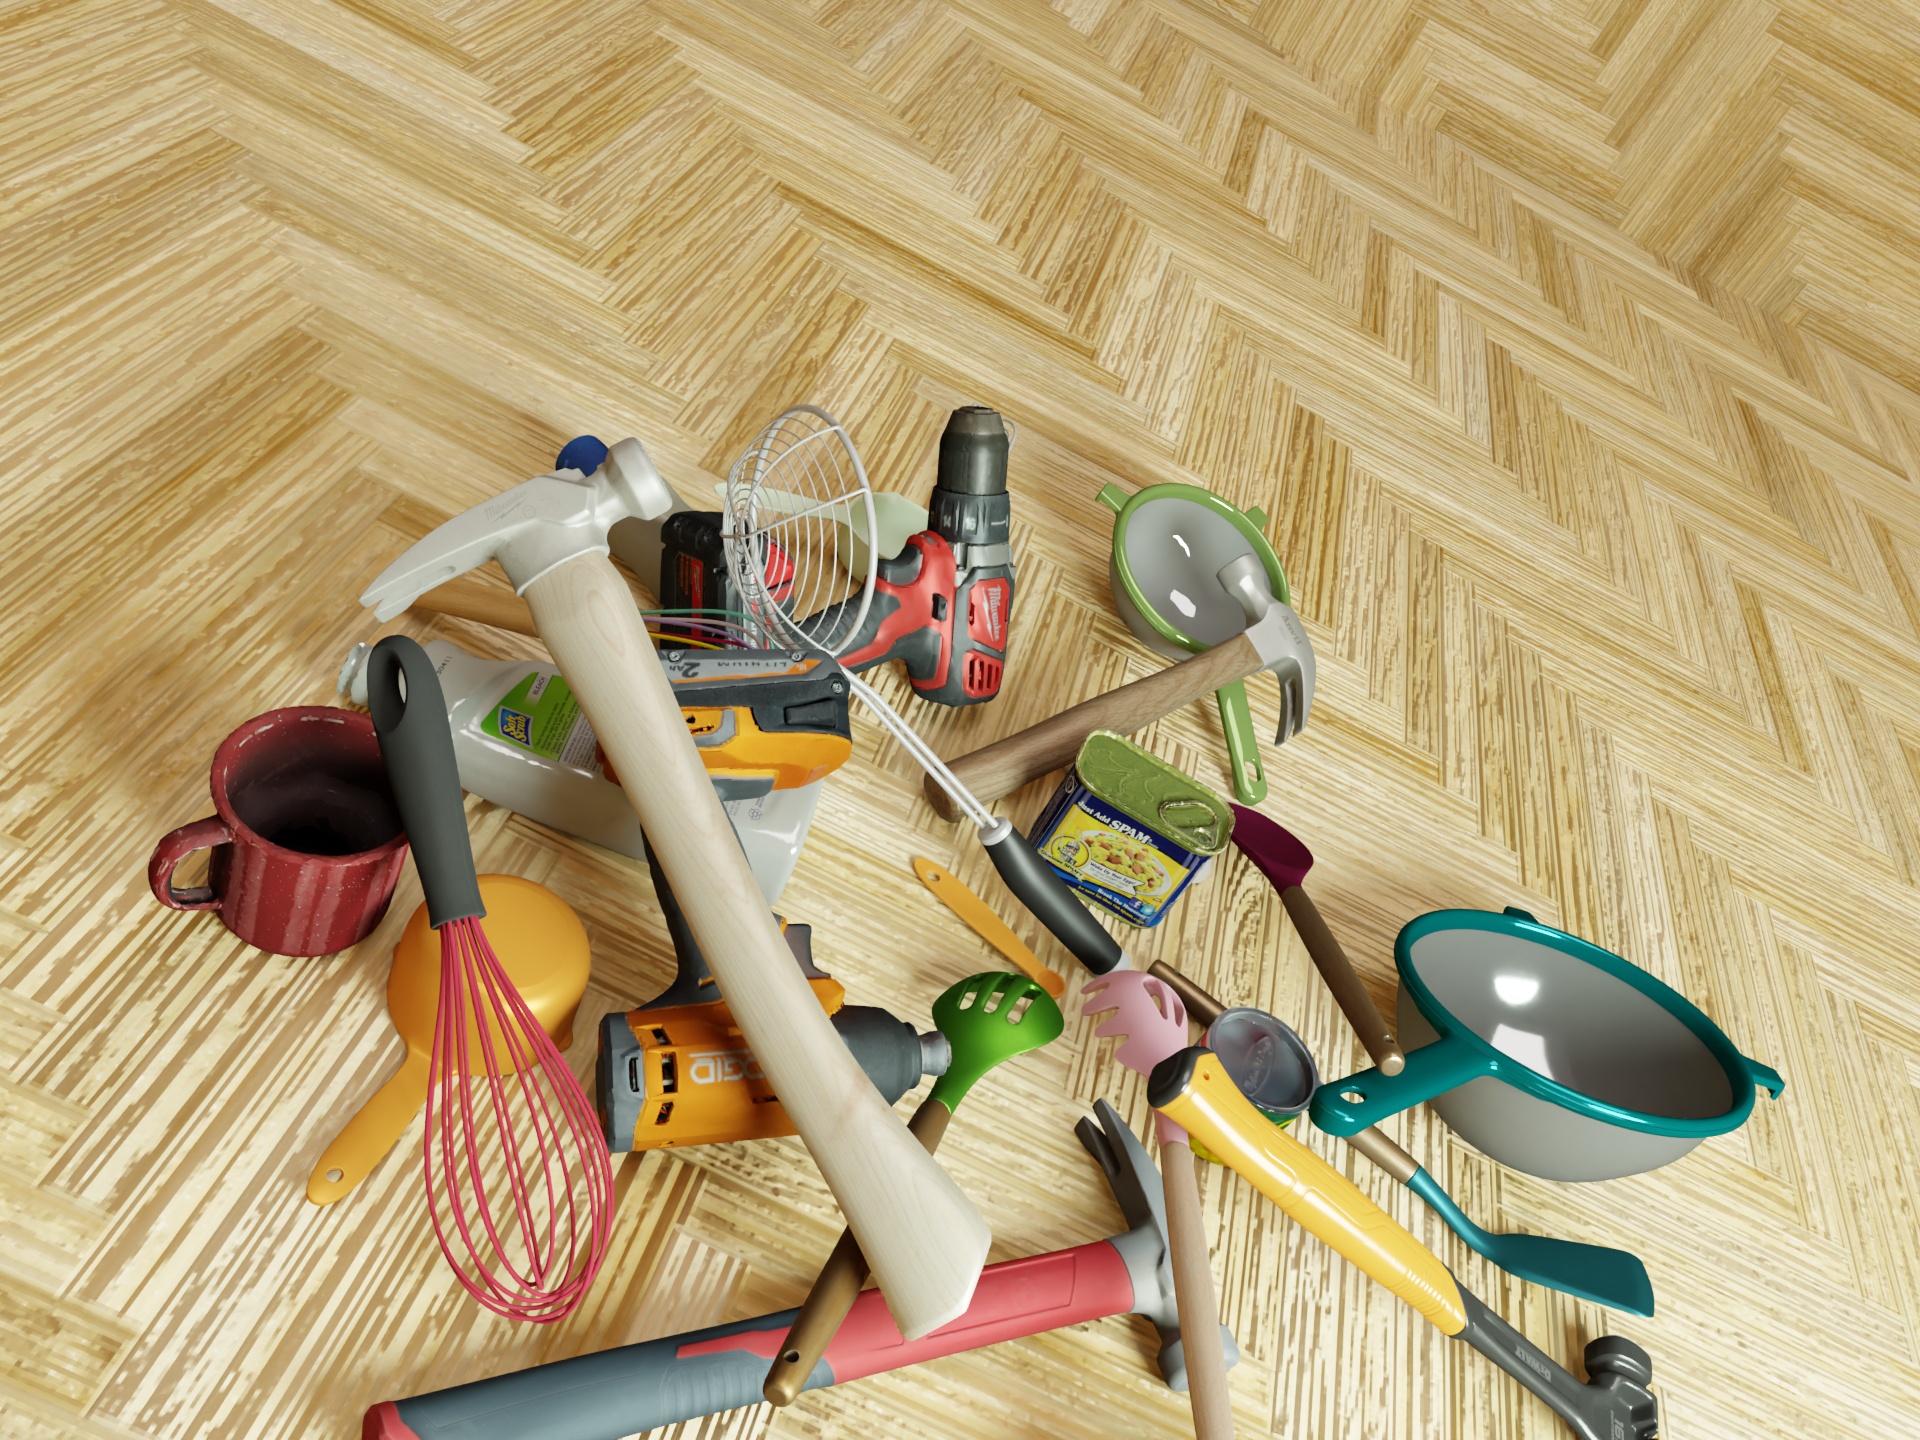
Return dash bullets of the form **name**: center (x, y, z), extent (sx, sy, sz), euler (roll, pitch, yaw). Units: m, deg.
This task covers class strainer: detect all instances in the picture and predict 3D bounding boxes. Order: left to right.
- **strainer**: center (0.173, -0.049, 1.157), extent (0.151, 0.069, 0.257), euler (4, 63, -27)
- **strainer**: center (0.296, 0.211, 0.900), extent (0.340, 0.095, 0.211), euler (-6, 32, -41)

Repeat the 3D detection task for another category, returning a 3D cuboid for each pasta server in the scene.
- **pasta server**: center (0.101, 0.232, 0.761), extent (0.060, 0.040, 0.317), euler (30, 31, -21)

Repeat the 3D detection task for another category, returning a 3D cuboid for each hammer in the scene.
- **hammer**: center (-0.115, 0.074, 0.688), extent (0.146, 0.038, 0.411), euler (-28, 76, -6)
- **hammer**: center (-0.058, 0.255, 0.692), extent (0.386, 0.038, 0.143), euler (0, 46, -32)
- **hammer**: center (0.114, -0.007, 1.043), extent (0.331, 0.031, 0.130), euler (-24, 79, -34)
- **hammer**: center (0.222, 0.279, 0.785), extent (0.336, 0.034, 0.127), euler (40, 38, -9)

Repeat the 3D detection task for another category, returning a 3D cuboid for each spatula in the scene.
- **spatula**: center (0.241, 0.231, 0.901), extent (0.317, 0.044, 0.082), euler (38, 15, 12)

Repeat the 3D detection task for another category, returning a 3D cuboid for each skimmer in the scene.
- **skimmer**: center (-0.001, -0.003, 0.858), extent (0.363, 0.127, 0.090), euler (49, 64, -23)

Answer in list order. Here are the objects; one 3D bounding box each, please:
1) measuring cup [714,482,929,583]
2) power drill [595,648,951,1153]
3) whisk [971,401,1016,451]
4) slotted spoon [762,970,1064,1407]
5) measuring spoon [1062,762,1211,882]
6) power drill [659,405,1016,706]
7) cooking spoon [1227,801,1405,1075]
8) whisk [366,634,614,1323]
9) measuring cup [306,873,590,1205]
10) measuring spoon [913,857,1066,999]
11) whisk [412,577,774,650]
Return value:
- **measuring cup**: center (-0.090, -0.128, 1.086), extent (0.167, 0.038, 0.083), euler (11, 42, -19)
- **power drill**: center (-0.093, 0.083, 0.759), extent (0.164, 0.084, 0.227), euler (-1, 71, -17)
- **whisk**: center (0.008, -0.154, 1.173), extent (0.058, 0.059, 0.247), euler (-6, 43, 13)
- **slotted spoon**: center (-0.018, 0.197, 0.739), extent (0.070, 0.031, 0.314), euler (11, 26, 16)
- **measuring spoon**: center (0.113, 0.058, 1.027), extent (0.124, 0.018, 0.034), euler (40, 40, 13)
- **power drill**: center (-0.061, -0.093, 0.956), extent (0.226, 0.187, 0.080), euler (-9, 22, -35)
- **cooking spoon**: center (0.203, 0.116, 0.939), extent (0.068, 0.017, 0.319), euler (19, 18, -11)
- **whisk**: center (-0.205, 0.103, 0.666), extent (0.073, 0.073, 0.296), euler (-9, 77, -38)
- **measuring cup**: center (-0.228, 0.135, 0.701), extent (0.095, 0.052, 0.174), euler (30, 37, 0)
- **measuring spoon**: center (0.014, 0.119, 0.908), extent (0.117, 0.011, 0.021), euler (41, 39, 19)
- **whisk**: center (-0.209, -0.053, 0.867), extent (0.245, 0.051, 0.047), euler (14, 10, 16)
